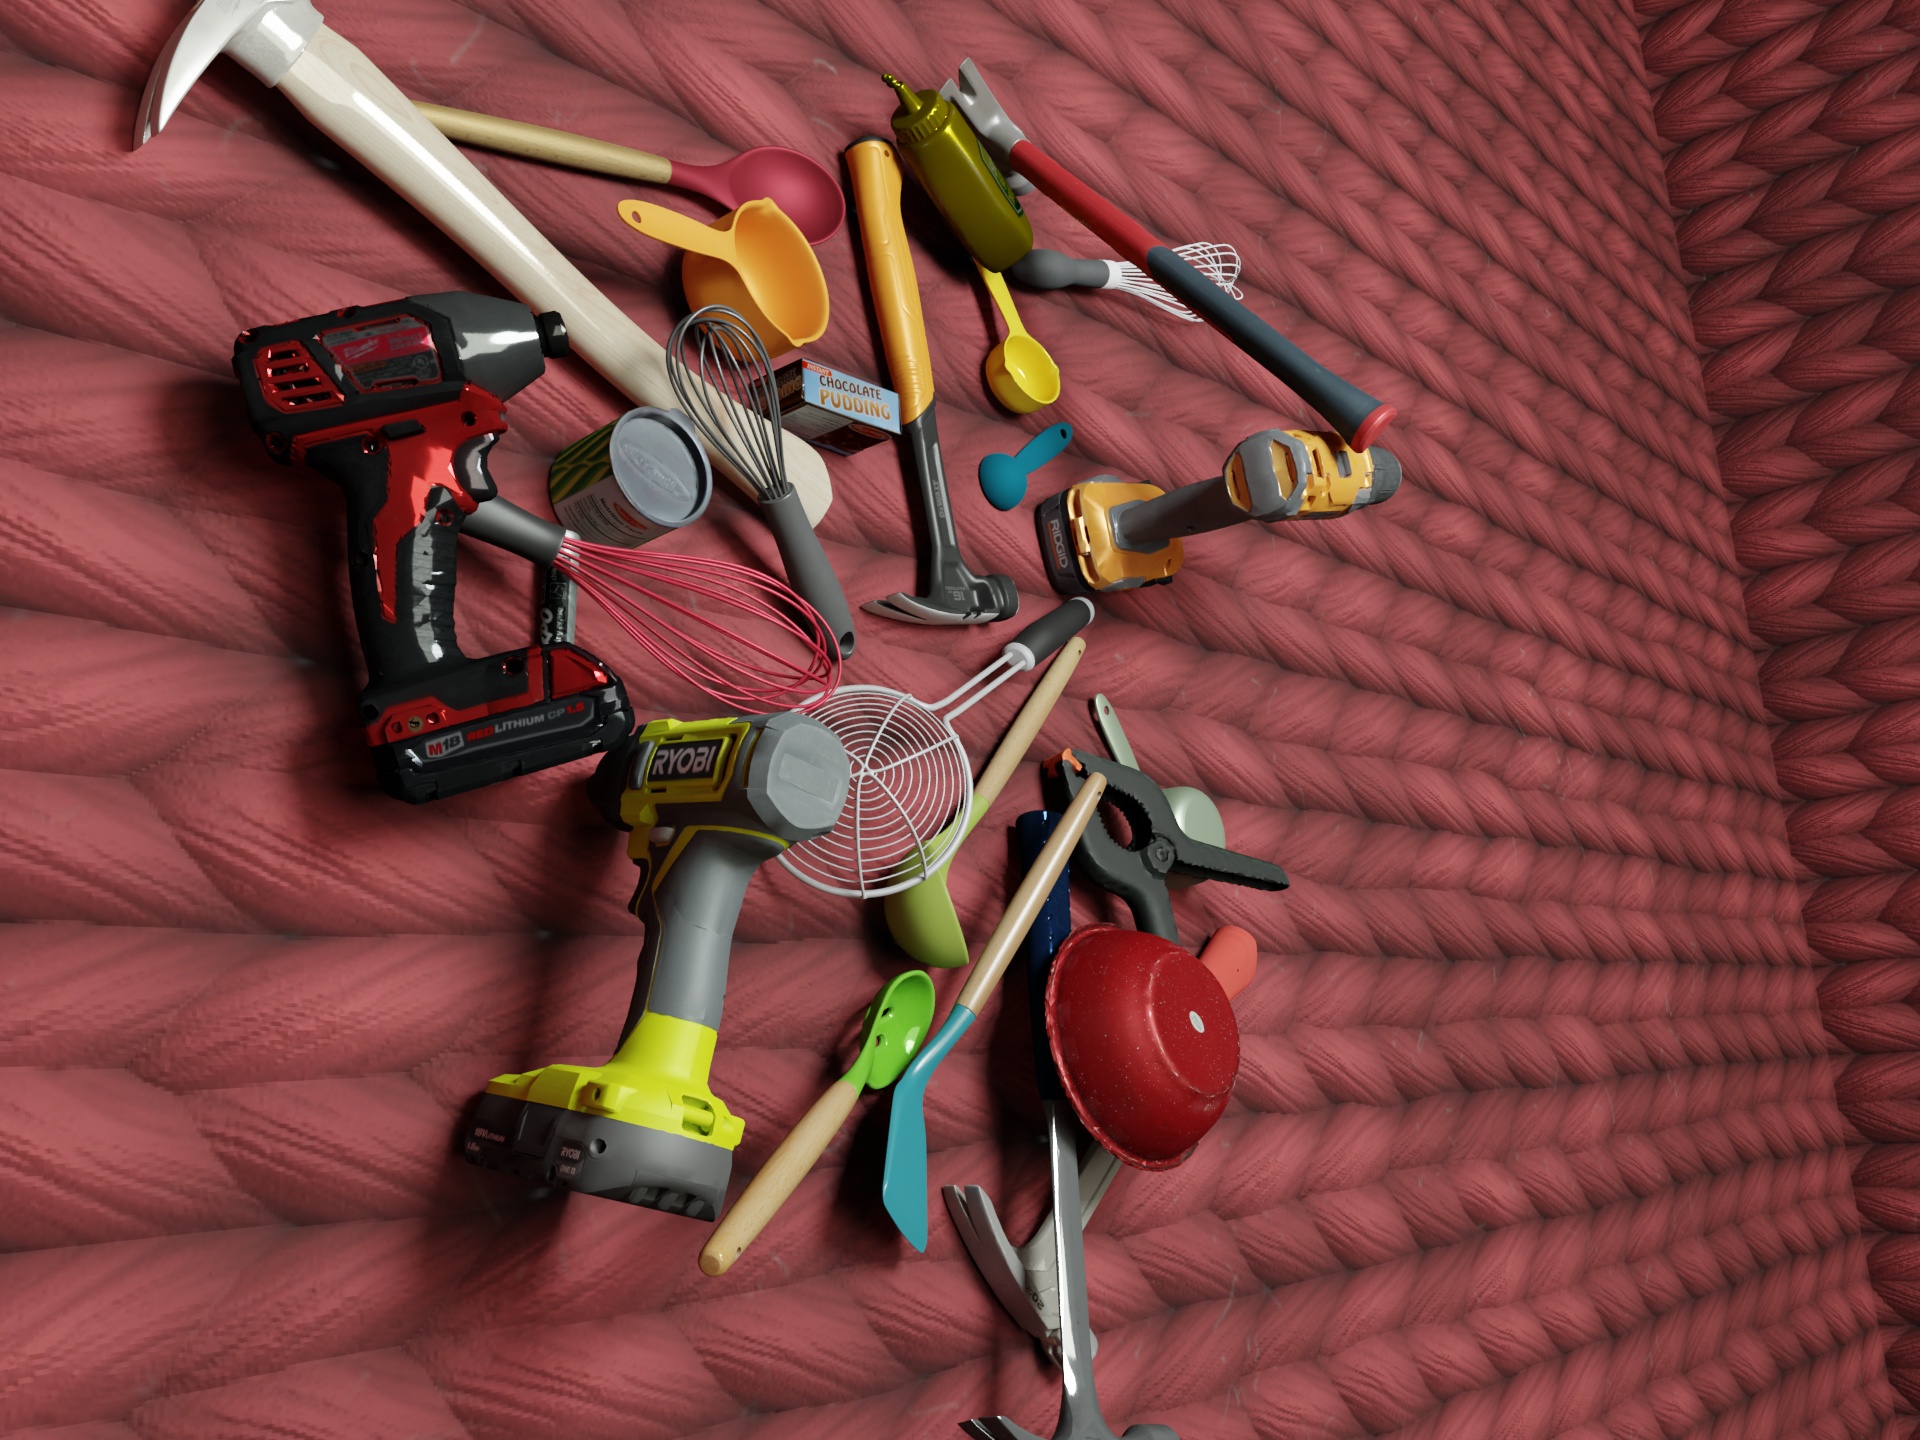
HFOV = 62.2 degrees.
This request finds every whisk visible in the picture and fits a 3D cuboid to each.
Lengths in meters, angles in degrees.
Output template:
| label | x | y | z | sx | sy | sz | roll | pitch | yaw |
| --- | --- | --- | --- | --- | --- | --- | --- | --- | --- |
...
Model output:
| label | x | y | z | sx | sy | sz | roll | pitch | yaw |
| --- | --- | --- | --- | --- | --- | --- | --- | --- | --- |
| whisk | -0.186 | -0.077 | 0.801 | 0.295 | 0.073 | 0.073 | 25 | 59 | -25 |
| whisk | -0.106 | -0.127 | 0.907 | 0.055 | 0.055 | 0.238 | -60 | 141 | -40 |
| whisk | 0.137 | -0.358 | 1.288 | 0.284 | 0.070 | 0.070 | -12 | 88 | -44 |

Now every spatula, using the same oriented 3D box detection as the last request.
| label | x | y | z | sx | sy | sz | roll | pitch | yaw |
| --- | --- | --- | --- | --- | --- | --- | --- | --- | --- |
| spatula | 0.025 | 0.158 | 0.959 | 0.318 | 0.044 | 0.082 | -58 | 147 | -28 |

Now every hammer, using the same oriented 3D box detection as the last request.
| label | x | y | z | sx | sy | sz | roll | pitch | yaw |
| --- | --- | --- | --- | --- | --- | --- | --- | --- | --- |
| hammer | -0.038 | -0.229 | 1.061 | 0.127 | 0.034 | 0.337 | -3 | 81 | -50 |
| hammer | 0.058 | 0.243 | 0.972 | 0.144 | 0.035 | 0.406 | 20 | 54 | -34 |
| hammer | 0.117 | 0.253 | 1.086 | 0.359 | 0.037 | 0.149 | -47 | 113 | -45 |
| hammer | 0.138 | -0.314 | 1.085 | 0.387 | 0.038 | 0.143 | 45 | 8 | 22 |
| hammer | -0.220 | -0.222 | 0.844 | 0.410 | 0.038 | 0.146 | 40 | 62 | -37 |

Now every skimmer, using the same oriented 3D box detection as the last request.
| label | x | y | z | sx | sy | sz | roll | pitch | yaw |
| --- | --- | --- | --- | --- | --- | --- | --- | --- | --- |
| skimmer | -0.002 | -0.003 | 1.027 | 0.127 | 0.090 | 0.363 | 40 | 30 | 7 |

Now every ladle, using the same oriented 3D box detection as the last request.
| label | x | y | z | sx | sy | sz | roll | pitch | yaw |
| --- | --- | --- | --- | --- | --- | --- | --- | --- | --- |
| ladle | 0.033 | 0.038 | 1.044 | 0.320 | 0.062 | 0.078 | -56 | 142 | -45 |
| ladle | -0.192 | -0.322 | 0.922 | 0.315 | 0.031 | 0.069 | -6 | 79 | -47 |

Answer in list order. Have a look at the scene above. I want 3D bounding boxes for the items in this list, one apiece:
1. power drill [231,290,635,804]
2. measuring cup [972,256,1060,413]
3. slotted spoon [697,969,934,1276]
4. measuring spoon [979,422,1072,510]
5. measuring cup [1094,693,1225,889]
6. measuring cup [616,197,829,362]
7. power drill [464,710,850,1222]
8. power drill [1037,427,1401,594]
| label | x | y | z | sx | sy | sz | roll | pitch | yaw |
| --- | --- | --- | --- | --- | --- | --- | --- | --- | --- |
| power drill | -0.226 | -0.083 | 0.722 | 0.143 | 0.078 | 0.219 | -17 | 96 | -16 |
| measuring cup | 0.025 | -0.296 | 1.167 | 0.062 | 0.029 | 0.156 | -11 | 75 | -48 |
| slotted spoon | -0.068 | 0.199 | 0.813 | 0.314 | 0.031 | 0.070 | -36 | 137 | -73 |
| measuring spoon | 0.057 | -0.194 | 1.165 | 0.129 | 0.021 | 0.042 | -44 | 111 | -45 |
| measuring cup | 0.148 | 0.049 | 1.180 | 0.083 | 0.038 | 0.167 | -47 | 115 | -45 |
| measuring cup | -0.149 | -0.260 | 0.916 | 0.173 | 0.052 | 0.095 | 3 | 73 | -56 |
| power drill | -0.146 | 0.107 | 0.746 | 0.080 | 0.171 | 0.223 | 30 | 66 | -40 |
| power drill | 0.193 | -0.155 | 1.150 | 0.185 | 0.226 | 0.084 | -11 | 88 | -49 |
